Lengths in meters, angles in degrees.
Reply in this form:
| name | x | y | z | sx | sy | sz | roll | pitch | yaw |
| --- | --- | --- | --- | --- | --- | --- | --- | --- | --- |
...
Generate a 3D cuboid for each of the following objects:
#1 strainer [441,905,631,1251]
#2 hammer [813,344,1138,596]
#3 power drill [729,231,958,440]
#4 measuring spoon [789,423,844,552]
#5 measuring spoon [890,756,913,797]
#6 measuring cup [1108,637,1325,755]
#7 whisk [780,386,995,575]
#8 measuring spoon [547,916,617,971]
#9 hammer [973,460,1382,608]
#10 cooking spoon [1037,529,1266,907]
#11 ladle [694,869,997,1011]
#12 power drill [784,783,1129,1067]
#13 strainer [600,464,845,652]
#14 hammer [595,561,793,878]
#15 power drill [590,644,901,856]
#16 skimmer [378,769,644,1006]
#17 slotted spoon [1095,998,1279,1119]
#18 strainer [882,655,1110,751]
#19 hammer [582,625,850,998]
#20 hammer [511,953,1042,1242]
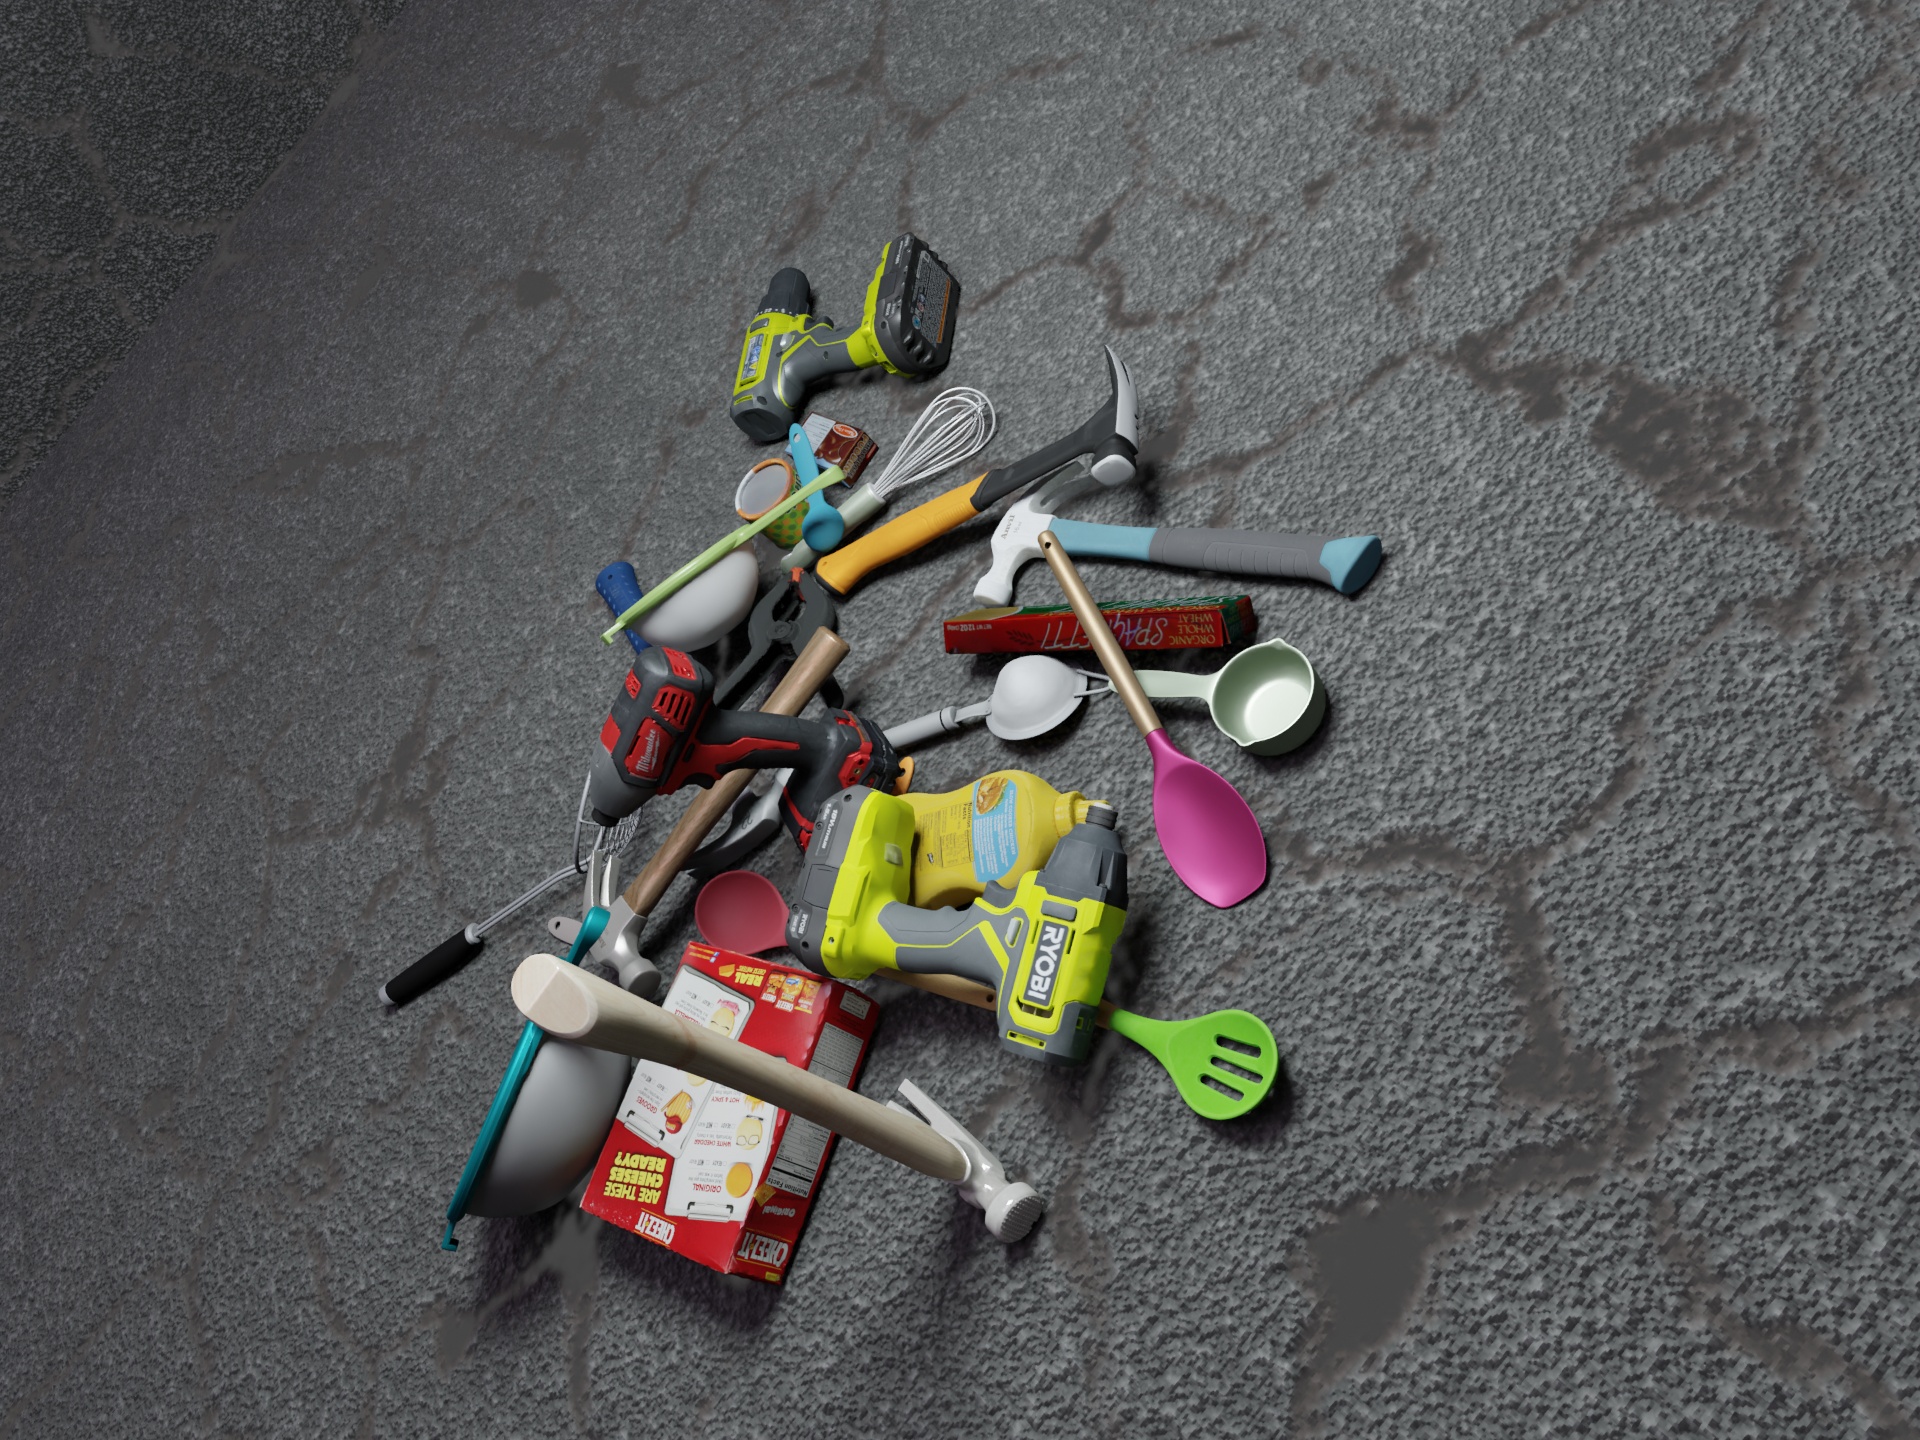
| name | x | y | z | sx | sy | sz | roll | pitch | yaw |
| --- | --- | --- | --- | --- | --- | --- | --- | --- | --- |
| strainer | -0.285 | 0.256 | 1.193 | 0.340 | 0.095 | 0.211 | -57 | 15 | 39 |
| hammer | 0.005 | -0.189 | 1.326 | 0.337 | 0.034 | 0.127 | -24 | 47 | 34 |
| power drill | -0.118 | -0.384 | 1.540 | 0.228 | 0.080 | 0.191 | -11 | 58 | 34 |
| measuring spoon | -0.138 | -0.211 | 1.424 | 0.042 | 0.021 | 0.129 | -25 | 72 | 26 |
| measuring spoon | -0.065 | 0.080 | 1.263 | 0.021 | 0.011 | 0.117 | 12 | 72 | 40 |
| measuring cup | 0.180 | -0.015 | 1.124 | 0.168 | 0.038 | 0.083 | 6 | 68 | 42 |
| whisk | -0.069 | -0.207 | 1.420 | 0.246 | 0.059 | 0.058 | -39 | 11 | 17 |
| measuring spoon | -0.327 | 0.189 | 1.388 | 0.124 | 0.018 | 0.034 | 11 | 71 | 41 |
| hammer | 0.160 | -0.131 | 1.210 | 0.331 | 0.033 | 0.128 | 10 | 72 | 40 |
| cooking spoon | 0.126 | -0.011 | 1.126 | 0.068 | 0.017 | 0.319 | -38 | 62 | 23 |
| ladle | -0.085 | 0.175 | 1.212 | 0.316 | 0.031 | 0.069 | 12 | 76 | 38 |
| power drill | 0.003 | 0.124 | 1.088 | 0.223 | 0.080 | 0.171 | 12 | 82 | 29 |
| strainer | -0.188 | -0.131 | 1.402 | 0.256 | 0.069 | 0.151 | -31 | 9 | 24 |
| hammer | -0.260 | -0.020 | 1.452 | 0.144 | 0.035 | 0.406 | -44 | 47 | 6 |
| power drill | -0.170 | 0.037 | 1.209 | 0.143 | 0.219 | 0.079 | -61 | 33 | 17 |
| skimmer | -0.417 | 0.142 | 1.433 | 0.363 | 0.090 | 0.127 | -34 | 19 | 19 |
| slotted spoon | 0.086 | 0.191 | 1.076 | 0.314 | 0.031 | 0.070 | 17 | 77 | 43 |
| strainer | -0.002 | -0.004 | 1.250 | 0.258 | 0.050 | 0.087 | -20 | 38 | 30 |
| hammer | -0.201 | 0.062 | 1.305 | 0.331 | 0.031 | 0.130 | -53 | 49 | 4 |
| hammer | -0.106 | 0.213 | 0.939 | 0.146 | 0.410 | 0.038 | 32 | 86 | 44 |
